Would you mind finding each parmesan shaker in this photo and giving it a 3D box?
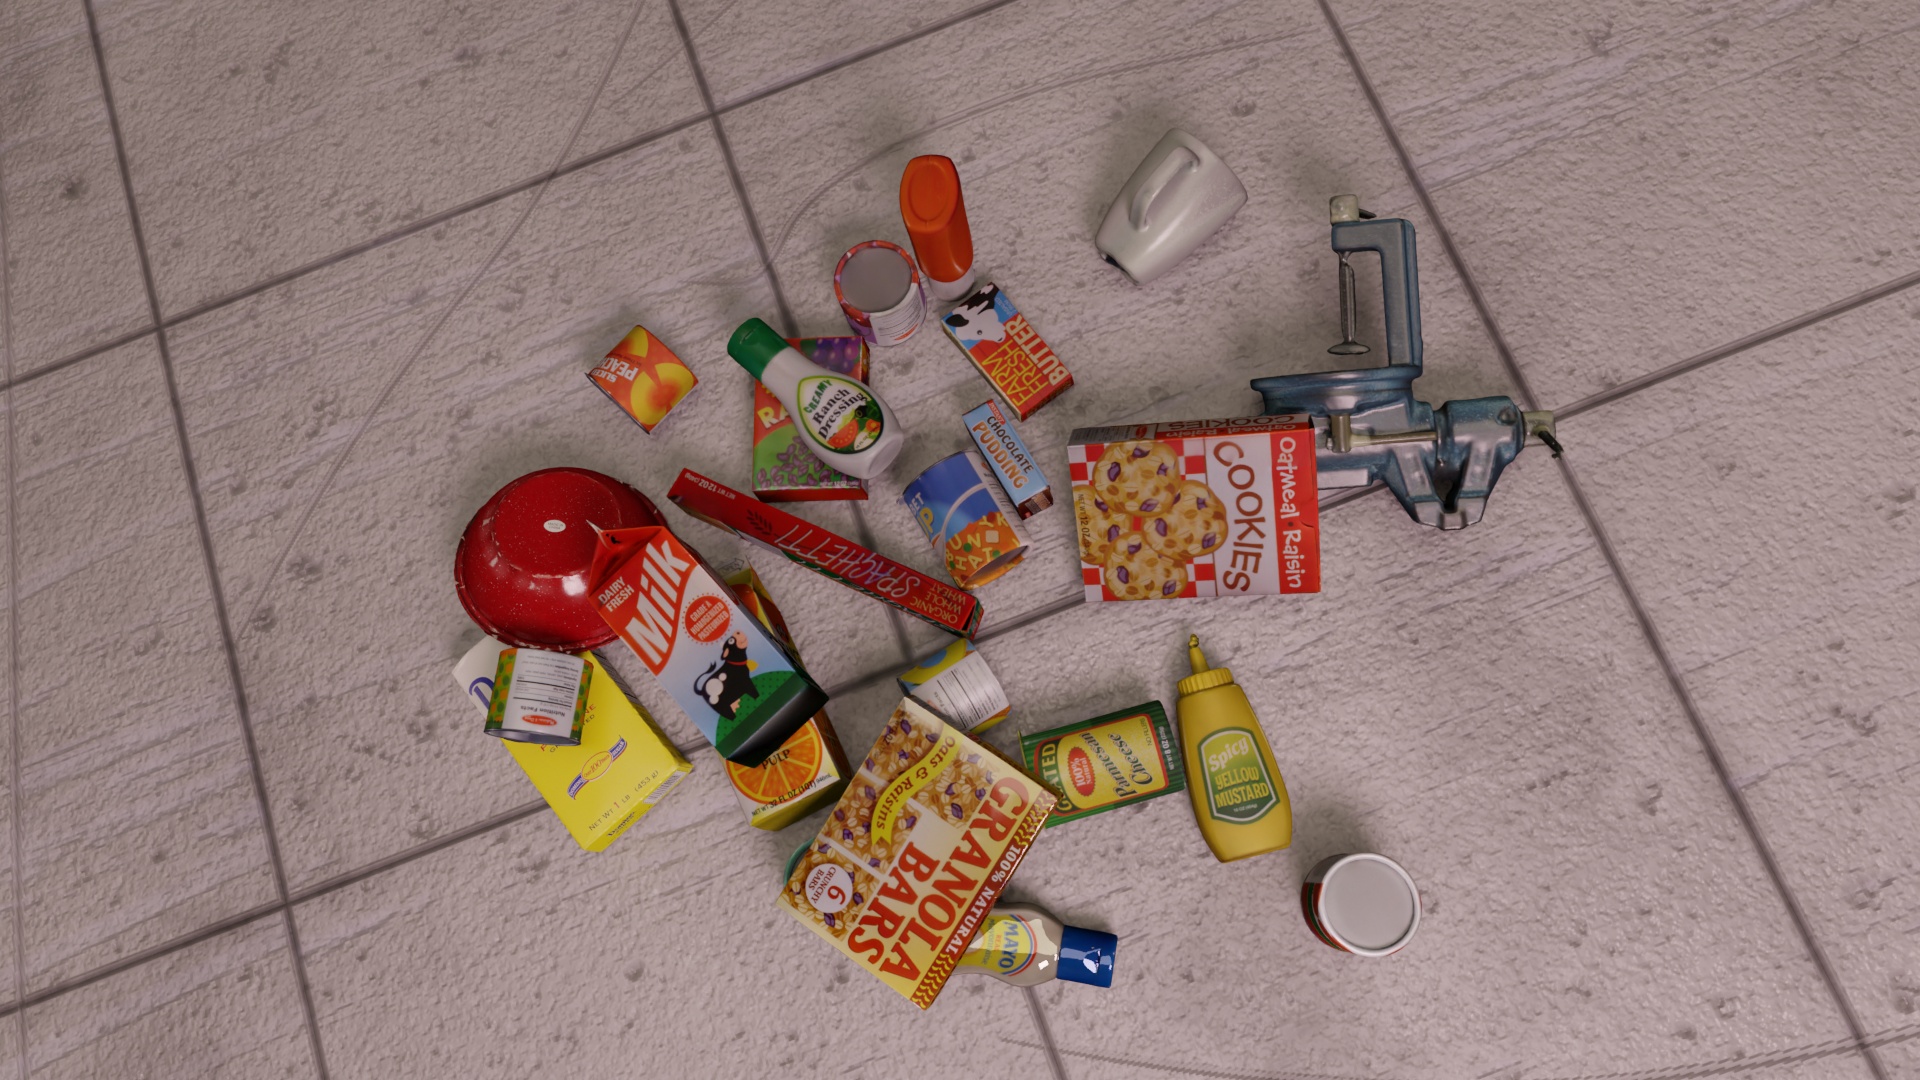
[{"bbox_3d":[0.098,0.153,0.969,0.103,0.071,0.071,-16,75,2],"label":"parmesan shaker"}]

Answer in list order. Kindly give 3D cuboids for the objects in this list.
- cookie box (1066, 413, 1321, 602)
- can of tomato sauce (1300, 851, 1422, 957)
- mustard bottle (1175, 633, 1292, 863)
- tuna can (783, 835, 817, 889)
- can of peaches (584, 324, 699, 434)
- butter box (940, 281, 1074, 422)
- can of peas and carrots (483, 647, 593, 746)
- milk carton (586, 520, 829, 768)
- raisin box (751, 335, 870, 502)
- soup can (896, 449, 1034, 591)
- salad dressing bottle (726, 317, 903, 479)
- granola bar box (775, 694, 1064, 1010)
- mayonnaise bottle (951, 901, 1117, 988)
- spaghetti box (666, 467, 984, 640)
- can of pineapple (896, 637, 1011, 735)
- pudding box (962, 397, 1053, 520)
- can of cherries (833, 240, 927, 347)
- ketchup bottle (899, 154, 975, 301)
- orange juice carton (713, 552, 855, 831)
[{"bbox_3d":[0.165,-0.021,0.976,0.167,0.040,0.122,-3,113,14],"label":"cookie box"},{"bbox_3d":[0.265,0.242,0.921,0.071,0.083,0.071,-2,76,6],"label":"can of tomato sauce"},{"bbox_3d":[0.183,0.142,0.973,0.065,0.048,0.160,-16,75,0],"label":"mustard bottle"},{"bbox_3d":[-0.093,0.242,0.984,0.071,0.032,0.071,-1,75,5],"label":"tuna can"},{"bbox_3d":[-0.247,-0.126,1.075,0.071,0.071,0.058,42,83,14],"label":"can of peaches"},{"bbox_3d":[0.036,-0.145,1.075,0.053,0.024,0.103,-38,75,-4],"label":"butter box"},{"bbox_3d":[-0.296,0.111,0.977,0.071,0.070,0.059,4,74,7],"label":"can of peas and carrots"},{"bbox_3d":[-0.183,0.059,0.944,0.073,0.072,0.191,-43,74,-5],"label":"milk carton"},{"bbox_3d":[-0.114,-0.093,1.069,0.086,0.040,0.123,-2,77,6],"label":"raisin box"},{"bbox_3d":[0.004,-0.013,1.022,0.071,0.071,0.084,-31,75,-2],"label":"soup can"},{"bbox_3d":[-0.109,-0.107,1.028,0.148,0.044,0.064,40,82,13],"label":"salad dressing bottle"},{"bbox_3d":[-0.027,0.205,0.927,0.124,0.039,0.165,32,92,10],"label":"granola bar box"},{"bbox_3d":[0.033,0.276,0.957,0.148,0.041,0.065,8,81,9],"label":"mayonnaise bottle"},{"bbox_3d":[-0.099,0.011,1.035,0.250,0.050,0.029,24,81,11],"label":"spaghetti box"},{"bbox_3d":[-0.005,0.111,0.991,0.058,0.071,0.071,-31,75,-9],"label":"can of pineapple"},{"bbox_3d":[0.036,-0.061,1.040,0.030,0.049,0.084,-31,75,-1],"label":"pudding box"},{"bbox_3d":[-0.064,-0.193,1.080,0.071,0.058,0.071,-1,76,5],"label":"can of cherries"},{"bbox_3d":[-0.014,-0.224,1.036,0.043,0.148,0.065,0,76,7],"label":"ketchup bottle"},{"bbox_3d":[-0.149,0.107,1.004,0.072,0.073,0.193,-27,74,0],"label":"orange juice carton"}]
